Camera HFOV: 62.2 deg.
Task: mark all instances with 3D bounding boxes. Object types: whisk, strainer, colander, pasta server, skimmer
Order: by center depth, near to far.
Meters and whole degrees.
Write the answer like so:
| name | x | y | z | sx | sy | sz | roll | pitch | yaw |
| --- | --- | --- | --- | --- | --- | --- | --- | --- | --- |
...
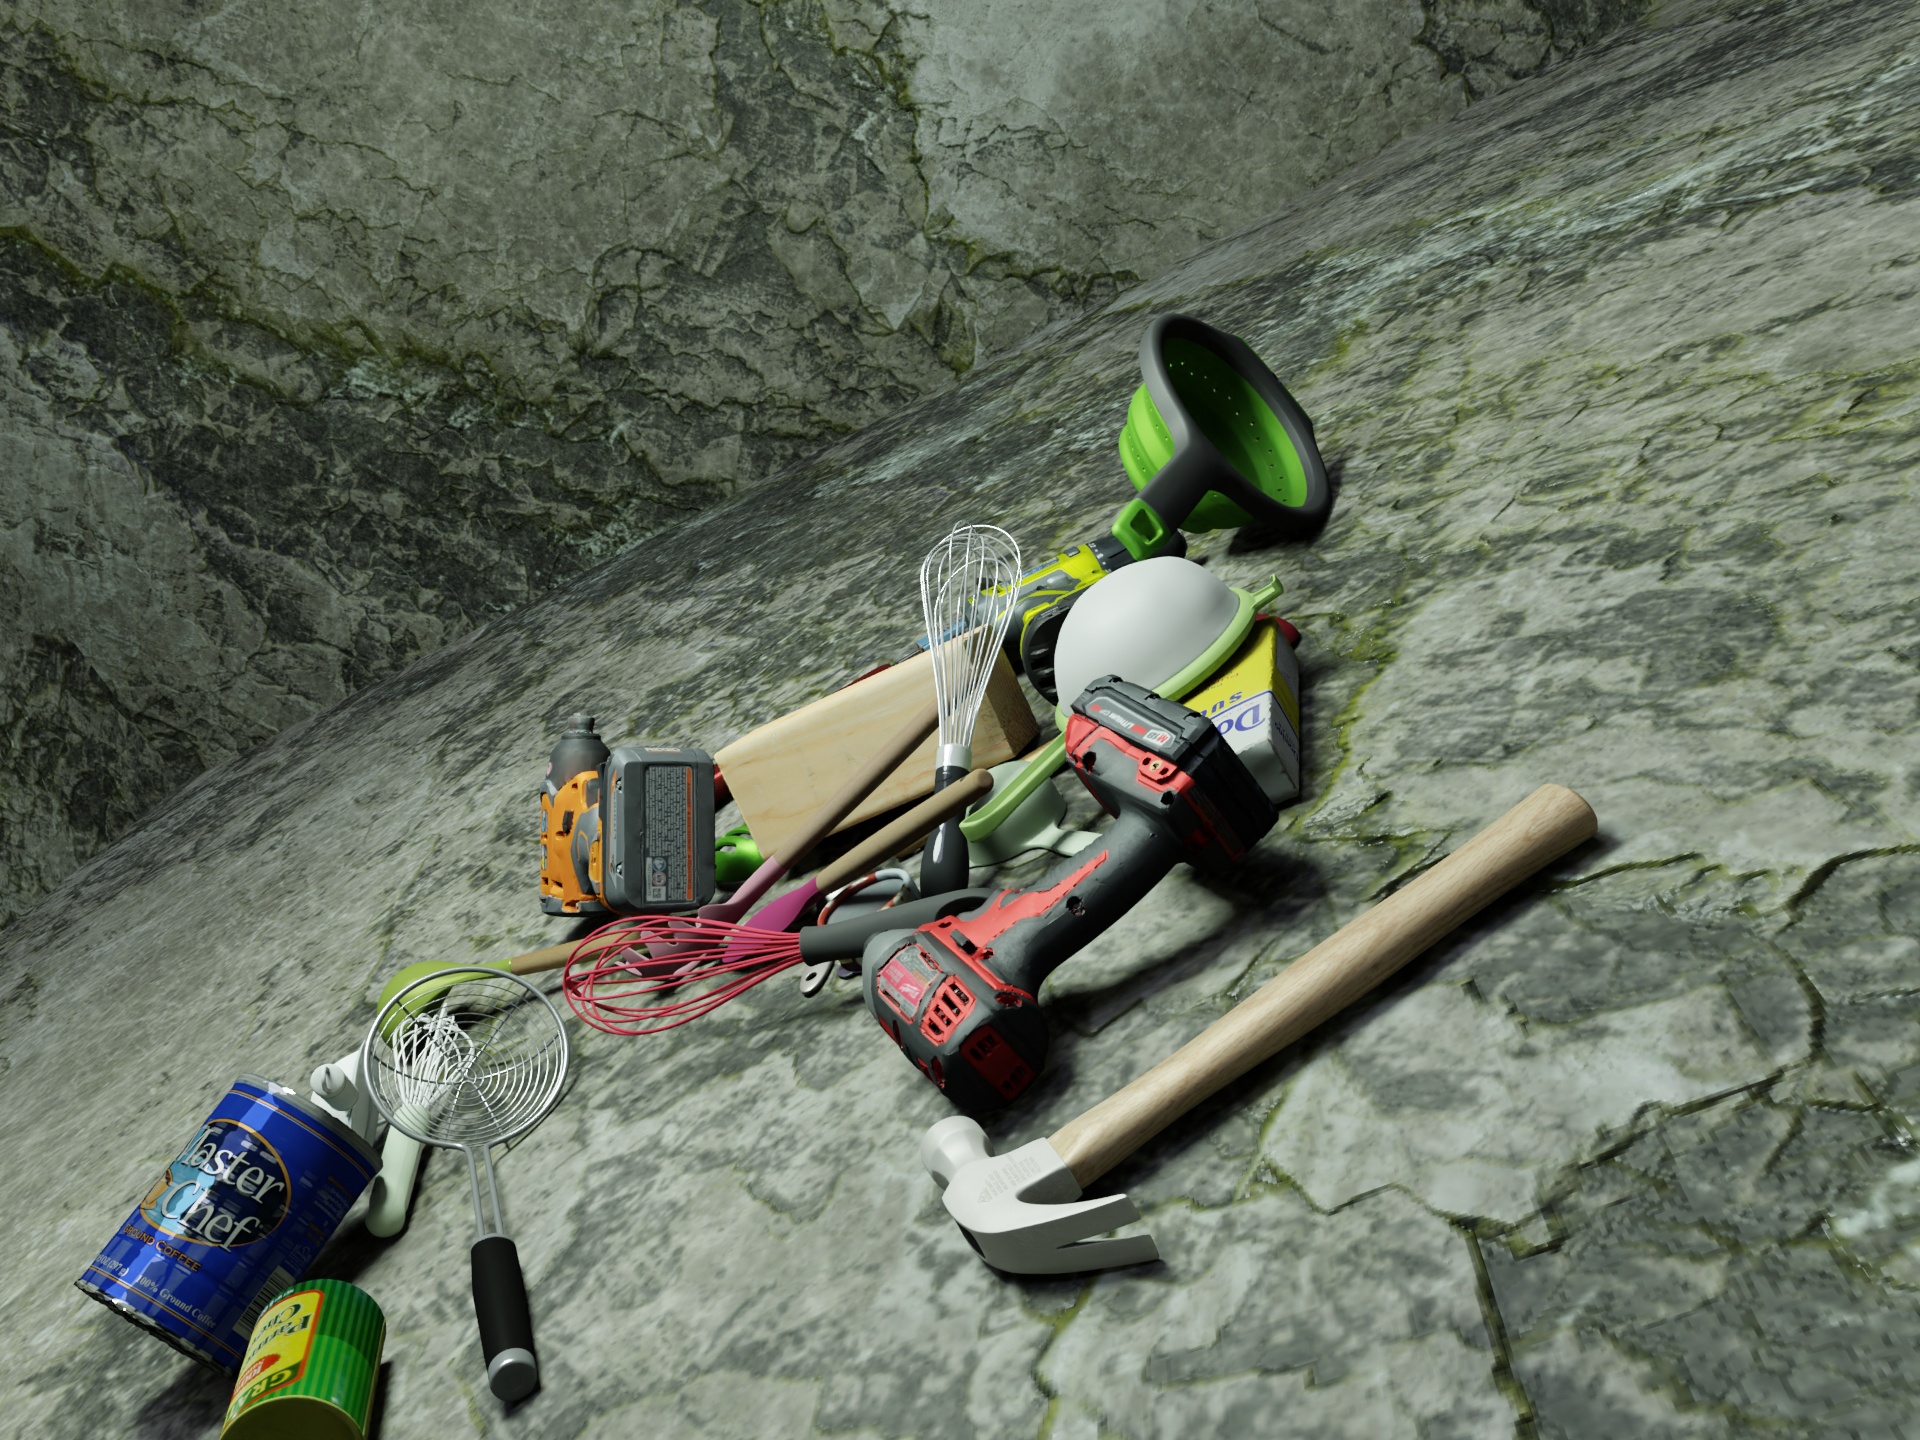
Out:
| name | x | y | z | sx | sy | sz | roll | pitch | yaw |
| --- | --- | --- | --- | --- | --- | --- | --- | --- | --- |
| skimmer | -0.271 | 0.243 | 0.903 | 0.127 | 0.090 | 0.363 | -1 | 12 | -21 |
| whisk | -0.108 | 0.136 | 0.936 | 0.296 | 0.073 | 0.073 | -12 | 23 | 17 |
| strainer | 0.075 | -0.027 | 0.996 | 0.256 | 0.069 | 0.151 | -43 | 17 | -27 |
| whisk | -0.003 | -0.003 | 1.012 | 0.070 | 0.070 | 0.285 | -16 | 58 | 37 |
| strainer | -0.397 | 0.240 | 1.019 | 0.050 | 0.087 | 0.258 | 3 | -19 | -15 |
| whisk | -0.367 | 0.265 | 1.072 | 0.058 | 0.059 | 0.246 | -64 | 17 | 14 |
| pasta server | -0.108 | 0.073 | 1.081 | 0.316 | 0.040 | 0.060 | -44 | -11 | 4 |
| colander | 0.164 | -0.183 | 1.213 | 0.094 | 0.204 | 0.397 | -39 | 6 | 35 |

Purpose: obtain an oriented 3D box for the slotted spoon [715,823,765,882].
| name | x | y | z | sx | sy | sz | roll | pitch | yaw |
| --- | --- | --- | --- | --- | --- | --- | --- | --- | --- |
| slotted spoon | -0.243 | 0.114 | 1.303 | 0.314 | 0.031 | 0.070 | -11 | 26 | 47 |

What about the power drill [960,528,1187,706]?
| name | x | y | z | sx | sy | sz | roll | pitch | yaw |
| --- | --- | --- | --- | --- | --- | --- | --- | --- | --- |
| power drill | 0.109 | -0.090 | 1.230 | 0.190 | 0.080 | 0.229 | -25 | 17 | -2 |

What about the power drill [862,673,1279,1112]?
| name | x | y | z | sx | sy | sz | roll | pitch | yaw |
| --- | --- | --- | --- | --- | --- | --- | --- | --- | --- |
| power drill | 0.043 | 0.086 | 0.815 | 0.219 | 0.078 | 0.143 | -45 | 30 | -9 |

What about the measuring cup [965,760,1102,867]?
| name | x | y | z | sx | sy | sz | roll | pitch | yaw |
| --- | --- | --- | --- | --- | --- | --- | --- | --- | --- |
| measuring cup | 0.046 | 0.059 | 0.988 | 0.083 | 0.038 | 0.168 | -37 | 17 | -20 |

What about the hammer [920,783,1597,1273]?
| name | x | y | z | sx | sy | sz | roll | pitch | yaw |
| --- | --- | --- | --- | --- | --- | --- | --- | --- | --- |
| hammer | 0.139 | 0.127 | 0.686 | 0.331 | 0.031 | 0.130 | -32 | 18 | -9 |

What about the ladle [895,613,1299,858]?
| name | x | y | z | sx | sy | sz | roll | pitch | yaw |
| --- | --- | --- | --- | --- | --- | --- | --- | --- | --- |
| ladle | 0.088 | 0.008 | 1.084 | 0.315 | 0.031 | 0.069 | -31 | 16 | 1 |

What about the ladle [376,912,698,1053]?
| name | x | y | z | sx | sy | sz | roll | pitch | yaw |
| --- | --- | --- | --- | --- | --- | --- | --- | --- | --- |
| ladle | -0.306 | 0.190 | 1.194 | 0.320 | 0.062 | 0.078 | -15 | 19 | 20 |

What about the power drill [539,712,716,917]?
| name | x | y | z | sx | sy | sz | roll | pitch | yaw |
| --- | --- | --- | --- | --- | --- | --- | --- | --- | --- |
| power drill | -0.263 | 0.070 | 1.211 | 0.084 | 0.164 | 0.226 | 1 | -5 | -32 |

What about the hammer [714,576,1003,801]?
| name | x | y | z | sx | sy | sz | roll | pitch | yaw |
| --- | --- | --- | --- | --- | --- | --- | --- | --- | --- |
| hammer | -0.102 | -0.021 | 1.427 | 0.359 | 0.036 | 0.149 | -32 | 18 | -7 |

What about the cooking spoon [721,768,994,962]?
| name | x | y | z | sx | sy | sz | roll | pitch | yaw |
| --- | --- | --- | --- | --- | --- | --- | --- | --- | --- |
| cooking spoon | -0.071 | 0.092 | 0.982 | 0.319 | 0.017 | 0.069 | -35 | 8 | 49 |

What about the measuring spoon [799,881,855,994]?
| name | x | y | z | sx | sy | sz | roll | pitch | yaw |
| --- | --- | --- | --- | --- | --- | --- | --- | --- | --- |
| measuring spoon | -0.088 | 0.136 | 1.024 | 0.034 | 0.018 | 0.124 | -24 | 20 | 17 |
